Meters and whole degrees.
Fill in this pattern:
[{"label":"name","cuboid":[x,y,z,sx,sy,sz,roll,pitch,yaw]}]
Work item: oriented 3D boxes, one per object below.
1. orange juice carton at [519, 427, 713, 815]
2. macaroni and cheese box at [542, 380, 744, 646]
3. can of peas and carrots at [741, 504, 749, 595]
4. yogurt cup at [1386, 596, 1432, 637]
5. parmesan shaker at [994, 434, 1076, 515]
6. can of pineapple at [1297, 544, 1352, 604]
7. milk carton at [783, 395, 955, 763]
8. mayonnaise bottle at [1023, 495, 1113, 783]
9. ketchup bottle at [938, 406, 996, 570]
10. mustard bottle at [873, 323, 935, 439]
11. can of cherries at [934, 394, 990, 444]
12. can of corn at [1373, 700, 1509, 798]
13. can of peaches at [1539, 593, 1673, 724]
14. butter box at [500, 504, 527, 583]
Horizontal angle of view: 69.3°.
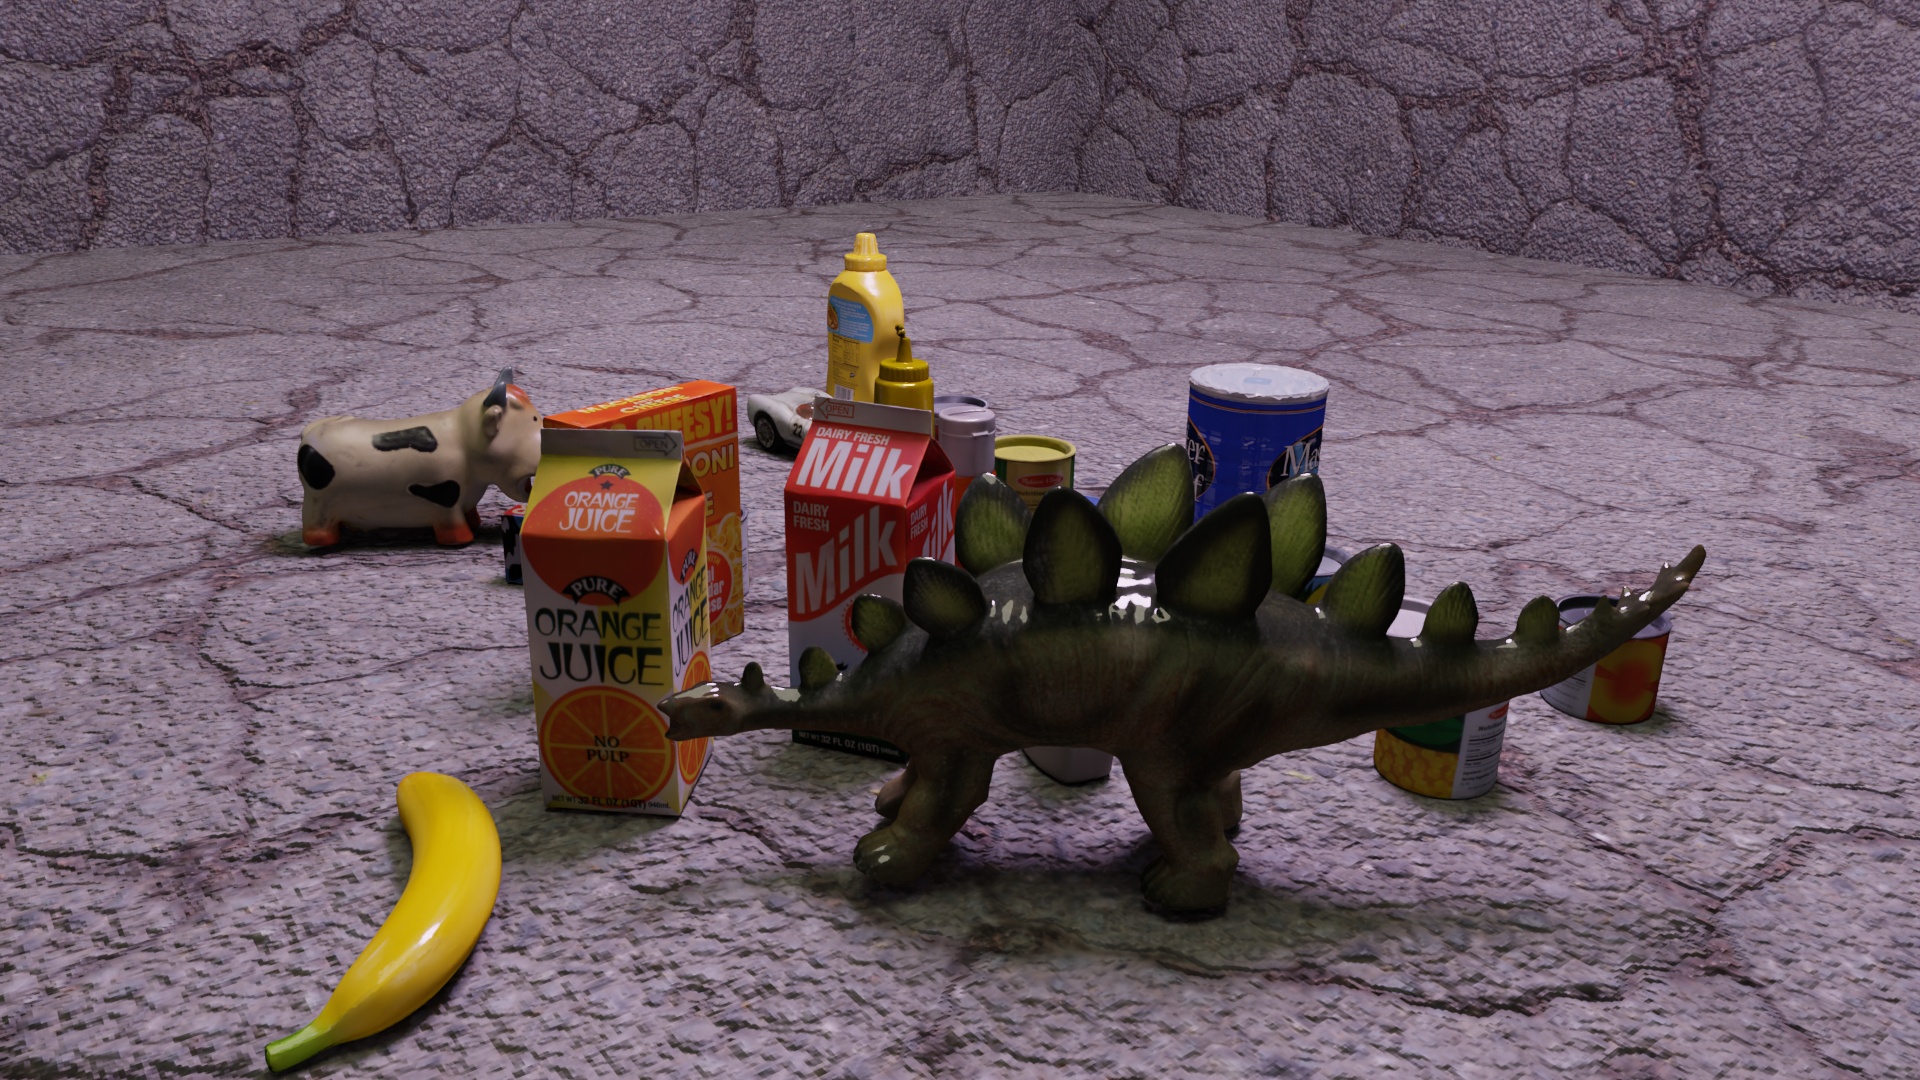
[{"label":"orange juice carton","cuboid":[-0.170,0.036,0.698,0.072,0.192,0.073,3,20,4]},{"label":"macaroni and cheese box","cuboid":[-0.191,-0.005,0.850,0.040,0.165,0.124,15,23,33]},{"label":"can of peas and carrots","cuboid":[-0.182,0.007,0.972,0.071,0.058,0.071,1,20,0]},{"label":"yogurt cup","cuboid":[0.265,0.070,0.839,0.072,0.053,0.072,1,20,0]},{"label":"parmesan shaker","cuboid":[0.044,-0.017,0.991,0.071,0.102,0.071,1,20,0]},{"label":"can of pineapple","cuboid":[0.223,0.037,0.920,0.071,0.057,0.071,1,20,0]},{"label":"milk carton","cuboid":[-0.048,0.017,0.763,0.072,0.189,0.074,9,21,19]},{"label":"mayonnaise bottle","cuboid":[0.059,0.051,0.739,0.041,0.147,0.065,-8,22,-24]},{"label":"ketchup bottle","cuboid":[0.003,-0.011,0.905,0.065,0.148,0.043,-9,22,-27]},{"label":"mustard bottle","cuboid":[-0.045,-0.094,1.112,0.049,0.159,0.065,-3,20,-12]},{"label":"can of cherries","cuboid":[-0.008,-0.098,1.274,0.071,0.058,0.072,1,20,0]},{"label":"can of corn","cuboid":[0.259,0.098,0.755,0.071,0.058,0.071,1,20,0]},{"label":"can of peaches","cuboid":[0.391,0.071,0.839,0.071,0.057,0.071,1,20,0]},{"label":"butter box","cuboid":[-0.269,0.007,0.975,0.103,0.053,0.024,6,20,11]}]
